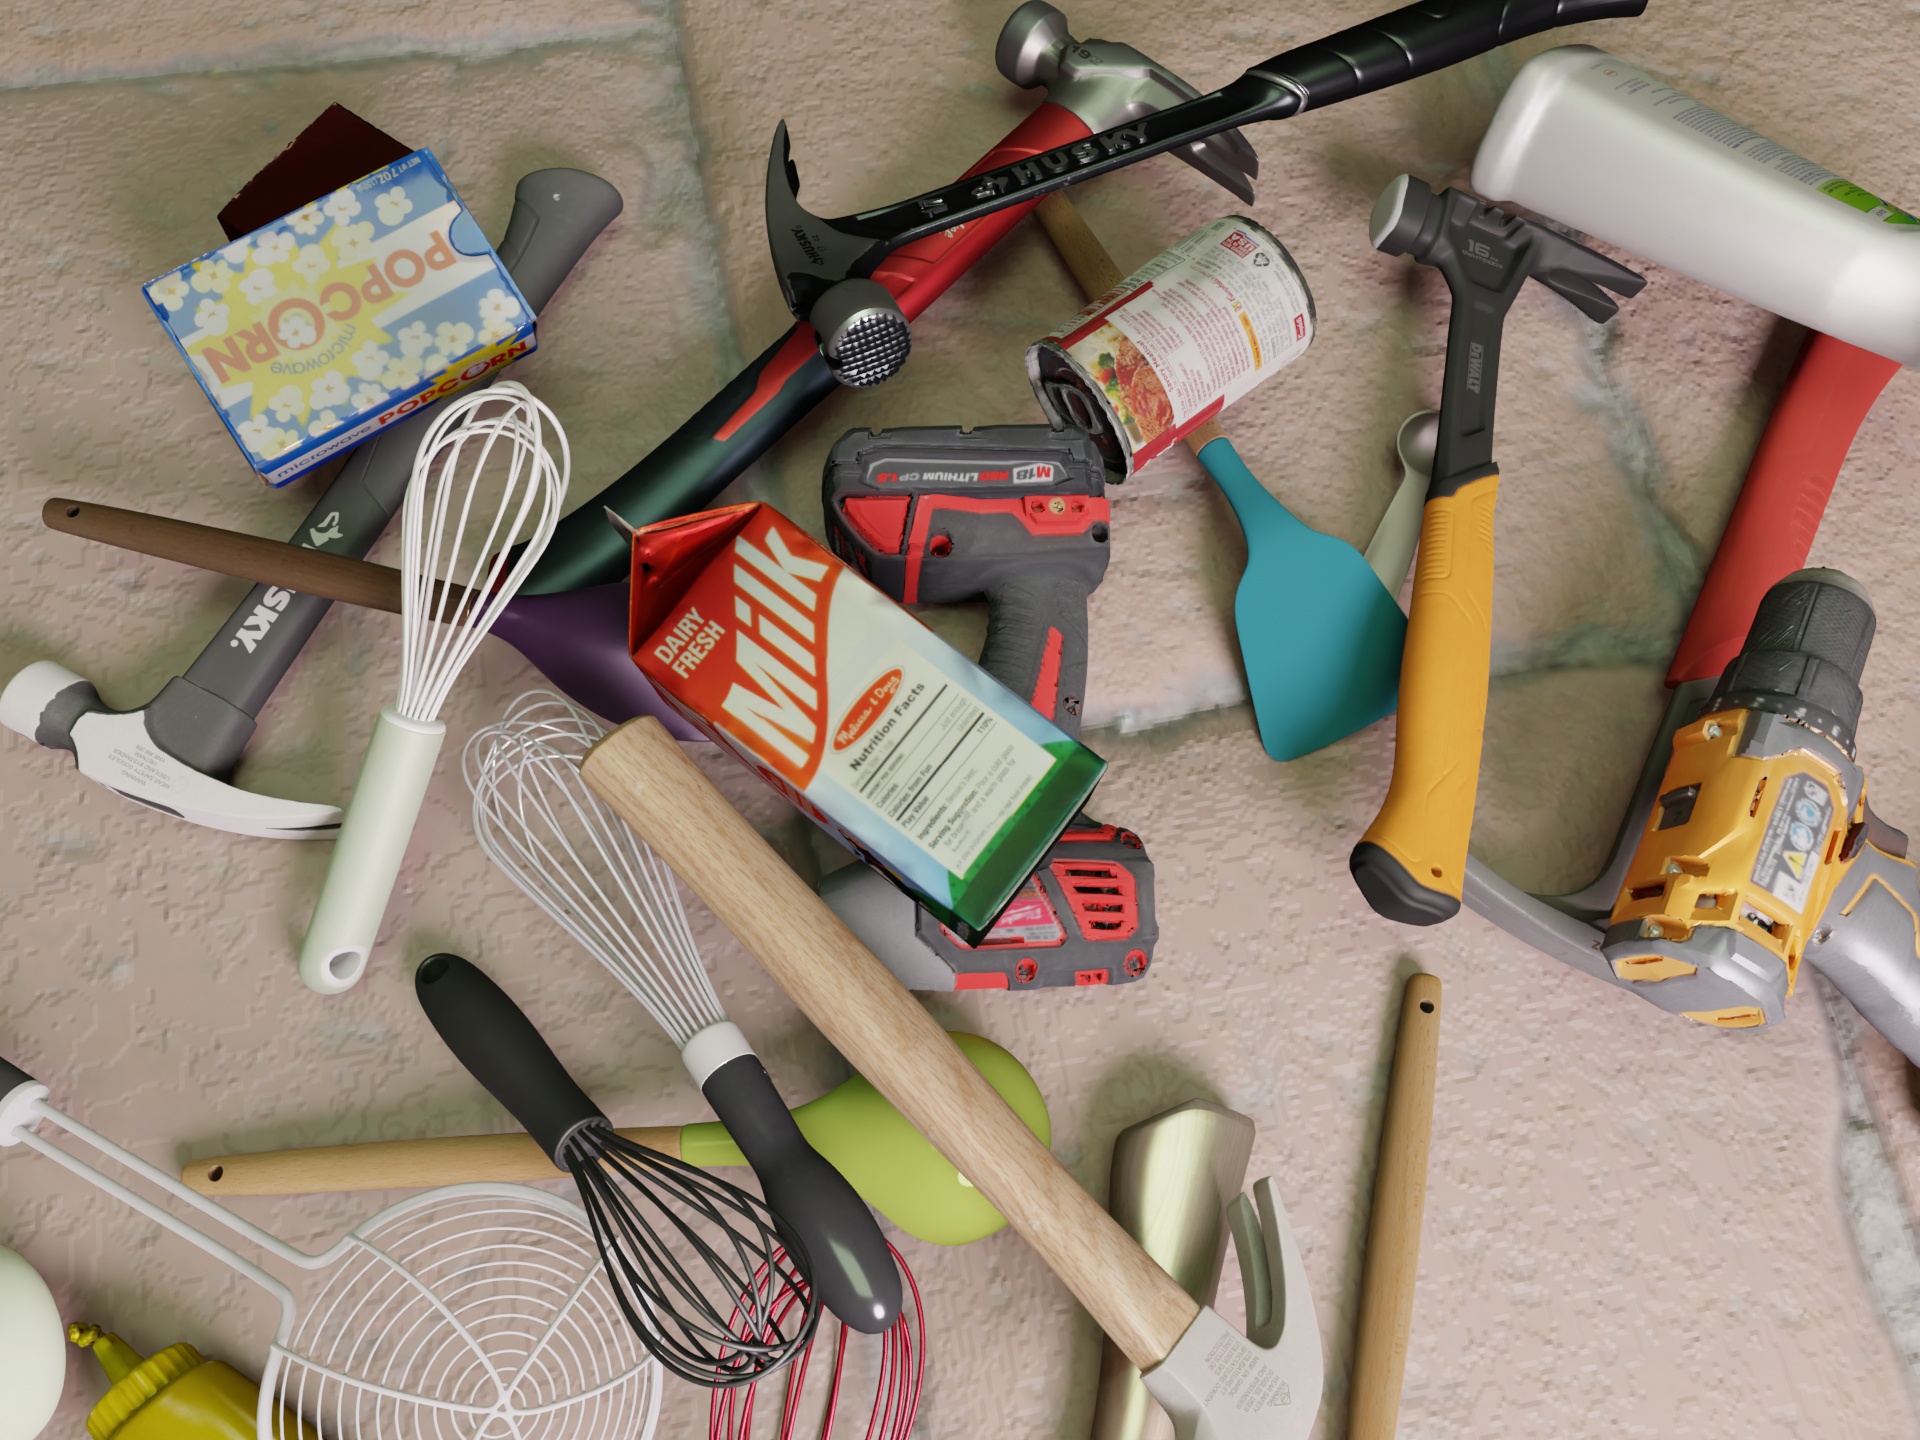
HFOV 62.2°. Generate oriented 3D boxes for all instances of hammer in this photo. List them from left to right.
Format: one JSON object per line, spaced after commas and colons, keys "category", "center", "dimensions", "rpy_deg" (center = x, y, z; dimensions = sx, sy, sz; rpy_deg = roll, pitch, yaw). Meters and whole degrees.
{"category": "hammer", "center": [-0.241, -0.104, 0.675], "dimensions": [0.146, 0.035, 0.335], "rpy_deg": [26, 72, 7]}
{"category": "hammer", "center": [-0.042, -0.159, 0.689], "dimensions": [0.143, 0.038, 0.386], "rpy_deg": [40, 77, 19]}
{"category": "hammer", "center": [-0.008, 0.122, 0.543], "dimensions": [0.331, 0.031, 0.130], "rpy_deg": [46, 48, 9]}
{"category": "hammer", "center": [0.048, 0.336, 0.539], "dimensions": [0.146, 0.038, 0.411], "rpy_deg": [17, 71, 1]}
{"category": "hammer", "center": [0.110, -0.258, 0.668], "dimensions": [0.409, 0.036, 0.149], "rpy_deg": [-22, 52, -9]}
{"category": "hammer", "center": [0.214, -0.074, 0.664], "dimensions": [0.127, 0.034, 0.337], "rpy_deg": [18, 67, -10]}
{"category": "hammer", "center": [0.329, -0.054, 0.689], "dimensions": [0.149, 0.036, 0.359], "rpy_deg": [27, 72, 6]}

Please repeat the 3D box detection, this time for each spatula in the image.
{"category": "spatula", "center": [-0.213, -0.047, 0.620], "dimensions": [0.316, 0.018, 0.060], "rpy_deg": [14, 71, 7]}
{"category": "spatula", "center": [0.098, -0.135, 0.709], "dimensions": [0.082, 0.044, 0.318], "rpy_deg": [-27, 69, -2]}

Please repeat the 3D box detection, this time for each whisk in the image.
{"category": "whisk", "center": [-0.202, -0.008, 0.591], "dimensions": [0.059, 0.057, 0.246], "rpy_deg": [32, 105, 40]}
{"category": "whisk", "center": [-0.128, 0.142, 0.544], "dimensions": [0.055, 0.055, 0.239], "rpy_deg": [-45, 48, -16]}
{"category": "whisk", "center": [-0.102, 0.095, 0.571], "dimensions": [0.070, 0.070, 0.285], "rpy_deg": [-33, 61, -13]}
{"category": "whisk", "center": [-0.069, 0.318, 0.531], "dimensions": [0.073, 0.073, 0.296], "rpy_deg": [12, 78, 1]}

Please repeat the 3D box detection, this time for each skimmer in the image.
{"category": "skimmer", "center": [-0.274, 0.174, 0.562], "dimensions": [0.363, 0.090, 0.127], "rpy_deg": [20, 62, 20]}

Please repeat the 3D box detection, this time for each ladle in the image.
{"category": "ladle", "center": [-0.126, 0.162, 0.593], "dimensions": [0.320, 0.062, 0.078], "rpy_deg": [-4, 67, 3]}

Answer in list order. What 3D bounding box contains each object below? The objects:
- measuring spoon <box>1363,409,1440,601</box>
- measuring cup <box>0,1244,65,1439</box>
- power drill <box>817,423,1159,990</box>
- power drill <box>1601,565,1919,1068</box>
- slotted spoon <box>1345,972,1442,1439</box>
{"category": "measuring spoon", "center": [0.192, -0.081, 0.704], "dimensions": [0.034, 0.018, 0.124], "rpy_deg": [24, 78, 6]}
{"category": "measuring cup", "center": [-0.333, 0.261, 0.544], "dimensions": [0.083, 0.038, 0.167], "rpy_deg": [-8, 90, 29]}
{"category": "power drill", "center": [-0.001, -0.002, 0.634], "dimensions": [0.143, 0.078, 0.220], "rpy_deg": [-2, 74, -3]}
{"category": "power drill", "center": [0.365, 0.063, 0.603], "dimensions": [0.226, 0.084, 0.185], "rpy_deg": [31, 70, -7]}
{"category": "slotted spoon", "center": [0.154, 0.245, 0.582], "dimensions": [0.070, 0.031, 0.314], "rpy_deg": [13, 69, 1]}
